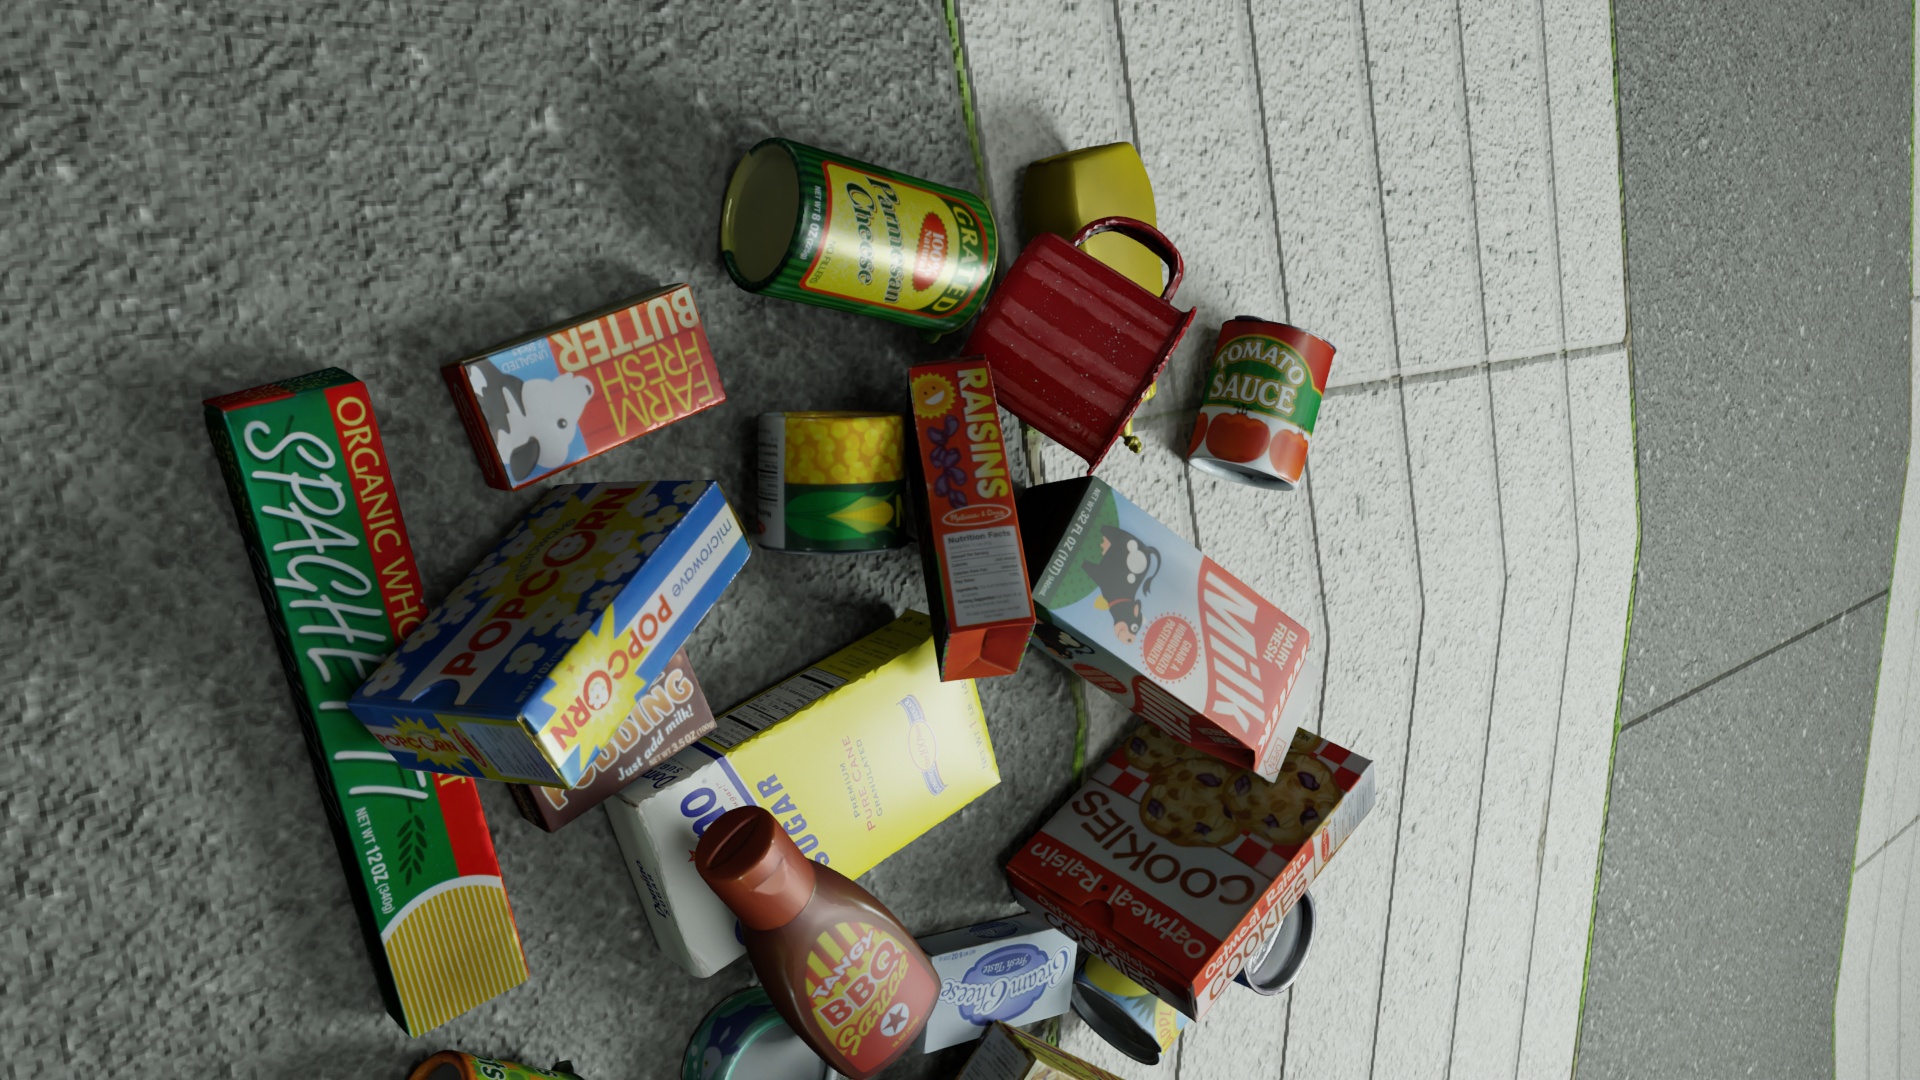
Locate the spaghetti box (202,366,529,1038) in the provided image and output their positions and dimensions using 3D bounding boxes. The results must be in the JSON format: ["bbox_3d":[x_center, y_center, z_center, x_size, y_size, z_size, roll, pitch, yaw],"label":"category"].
[{"bbox_3d":[-0.216,0.063,0.514,0.050,0.028,0.249,-21,110,-37],"label":"spaghetti box"}]

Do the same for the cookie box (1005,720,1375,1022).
[{"bbox_3d":[0.125,0.157,0.747,0.168,0.123,0.040,-40,134,-29],"label":"cookie box"}]

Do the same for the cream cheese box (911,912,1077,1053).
[{"bbox_3d":[0.016,0.231,0.734,0.104,0.024,0.053,0,98,-40],"label":"cream cheese box"}]

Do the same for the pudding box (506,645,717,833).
[{"bbox_3d":[-0.148,0.075,0.571,0.084,0.030,0.049,-32,115,-33],"label":"pudding box"}]

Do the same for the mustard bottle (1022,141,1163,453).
[{"bbox_3d":[0.074,-0.120,0.717,0.065,0.049,0.159,-23,111,-35],"label":"mustard bottle"}]

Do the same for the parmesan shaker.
[{"bbox_3d":[-0.044,-0.128,0.606,0.103,0.071,0.071,5,93,-40],"label":"parmesan shaker"}]

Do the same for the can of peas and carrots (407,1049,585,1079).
[{"bbox_3d":[-0.184,0.235,0.542,0.058,0.071,0.071,31,76,-38],"label":"can of peas and carrots"}]

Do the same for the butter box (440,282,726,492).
[{"bbox_3d":[-0.147,-0.063,0.556,0.104,0.024,0.053,-29,113,-34],"label":"butter box"}]

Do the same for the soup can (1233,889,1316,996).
[{"bbox_3d":[0.151,0.216,0.805,0.071,0.084,0.071,-7,100,-39],"label":"soup can"}]

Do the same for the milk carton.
[{"bbox_3d":[0.107,0.049,0.717,0.190,0.073,0.072,34,73,-19],"label":"milk carton"}]

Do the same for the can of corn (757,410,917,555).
[{"bbox_3d":[-0.054,-0.027,0.611,0.071,0.071,0.058,-6,100,-39],"label":"can of corn"}]

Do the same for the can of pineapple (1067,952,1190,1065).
[{"bbox_3d":[0.102,0.250,0.779,0.058,0.071,0.070,-44,122,-27],"label":"can of pineapple"}]

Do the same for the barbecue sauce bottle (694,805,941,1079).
[{"bbox_3d":[-0.062,0.169,0.592,0.065,0.044,0.148,-45,131,-20],"label":"barbecue sauce bottle"}]

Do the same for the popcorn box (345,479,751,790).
[{"bbox_3d":[-0.145,0.029,0.507,0.127,0.085,0.038,-59,138,-43],"label":"popcorn box"}]

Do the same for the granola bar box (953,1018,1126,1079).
[{"bbox_3d":[0.044,0.342,0.747,0.165,0.039,0.124,38,85,-37],"label":"granola bar box"}]

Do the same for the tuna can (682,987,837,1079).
[{"bbox_3d":[-0.093,0.245,0.639,0.071,0.033,0.071,-7,100,-40],"label":"tuna can"}]

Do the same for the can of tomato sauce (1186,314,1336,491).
[{"bbox_3d":[0.170,-0.077,0.791,0.071,0.071,0.083,20,84,-40],"label":"can of tomato sauce"}]

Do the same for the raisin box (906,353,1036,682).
[{"bbox_3d":[0.002,-0.008,0.618,0.040,0.085,0.124,-8,70,-5],"label":"raisin box"}]
